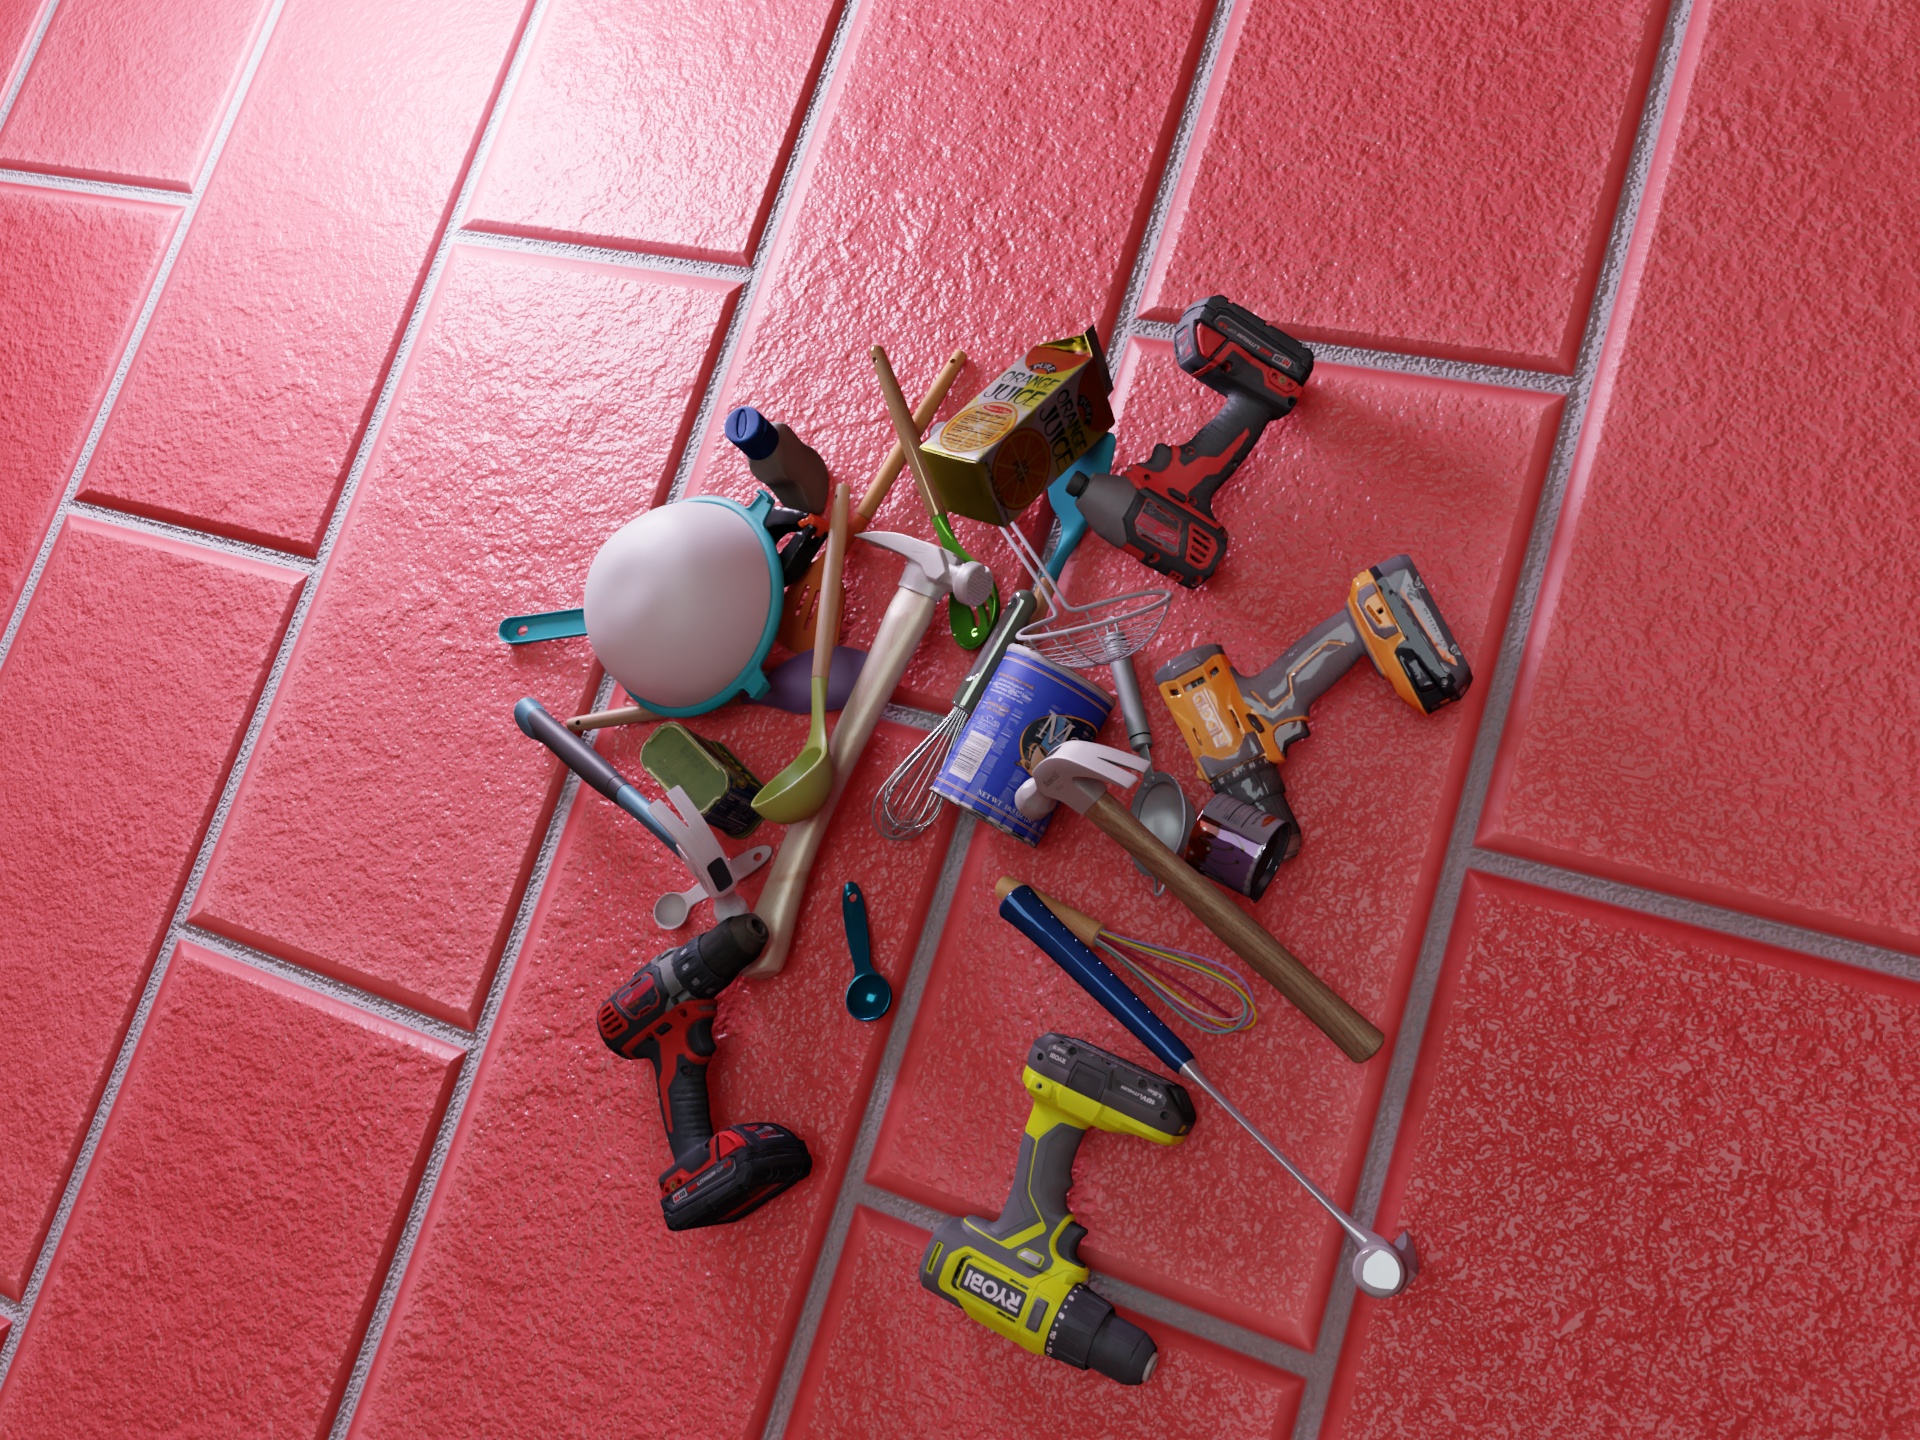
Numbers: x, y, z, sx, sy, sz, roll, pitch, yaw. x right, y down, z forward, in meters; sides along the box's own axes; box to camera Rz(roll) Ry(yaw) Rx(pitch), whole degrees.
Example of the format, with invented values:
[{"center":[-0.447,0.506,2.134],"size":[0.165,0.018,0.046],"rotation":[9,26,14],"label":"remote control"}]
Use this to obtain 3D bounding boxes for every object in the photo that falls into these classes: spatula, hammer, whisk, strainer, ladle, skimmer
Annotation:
[{"center":[-0.227,-0.021,1.483],"size":[0.316,0.018,0.060],"rotation":[-10,81,16],"label":"spatula"},{"center":[-0.113,0.031,1.400],"size":[0.146,0.038,0.410],"rotation":[25,90,37],"label":"hammer"},{"center":[-0.002,-0.004,1.368],"size":[0.246,0.059,0.058],"rotation":[-60,28,2],"label":"whisk"},{"center":[0.188,0.137,1.204],"size":[0.331,0.130,0.031],"rotation":[42,58,3],"label":"hammer"},{"center":[-0.076,-0.206,1.482],"size":[0.081,0.041,0.322],"rotation":[27,81,24],"label":"spatula"},{"center":[0.061,-0.103,1.389],"size":[0.082,0.044,0.317],"rotation":[15,82,40],"label":"spatula"},{"center":[0.155,0.025,1.321],"size":[0.087,0.050,0.259],"rotation":[-47,48,51],"label":"strainer"},{"center":[-0.130,-0.064,1.387],"size":[0.078,0.062,0.320],"rotation":[-19,60,53],"label":"ladle"},{"center":[-0.326,-0.108,1.475],"size":[0.340,0.095,0.211],"rotation":[-5,79,29],"label":"strainer"},{"center":[0.054,-0.168,1.342],"size":[0.127,0.090,0.364],"rotation":[-19,50,-14],"label":"skimmer"},{"center":[-0.308,0.064,1.435],"size":[0.033,0.128,0.331],"rotation":[-38,47,-24],"label":"hammer"},{"center":[0.129,0.188,1.285],"size":[0.245,0.047,0.051],"rotation":[25,74,29],"label":"whisk"},{"center":[0.179,0.269,1.192],"size":[0.406,0.144,0.035],"rotation":[43,94,27],"label":"hammer"}]

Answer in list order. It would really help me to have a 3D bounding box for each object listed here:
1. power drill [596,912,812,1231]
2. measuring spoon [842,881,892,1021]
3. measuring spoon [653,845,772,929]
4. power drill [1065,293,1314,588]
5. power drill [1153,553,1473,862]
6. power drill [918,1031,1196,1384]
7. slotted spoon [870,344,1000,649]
[{"center":[-0.206,0.290,1.338],"size":[0.188,0.080,0.227],"rotation":[-38,62,24],"label":"power drill"},{"center":[-0.083,0.200,1.373],"size":[0.042,0.021,0.129],"rotation":[-20,60,14],"label":"measuring spoon"},{"center":[-0.221,0.150,1.438],"size":[0.124,0.018,0.034],"rotation":[-32,66,1],"label":"measuring spoon"},{"center":[0.190,-0.236,1.338],"size":[0.143,0.078,0.220],"rotation":[29,87,-8],"label":"power drill"},{"center":[0.289,-0.007,1.261],"size":[0.226,0.084,0.185],"rotation":[-28,75,15],"label":"power drill"},{"center":[0.093,0.375,1.224],"size":[0.191,0.080,0.228],"rotation":[21,85,24],"label":"power drill"},{"center":[-0.026,-0.207,1.439],"size":[0.070,0.031,0.314],"rotation":[-38,66,45],"label":"slotted spoon"}]
